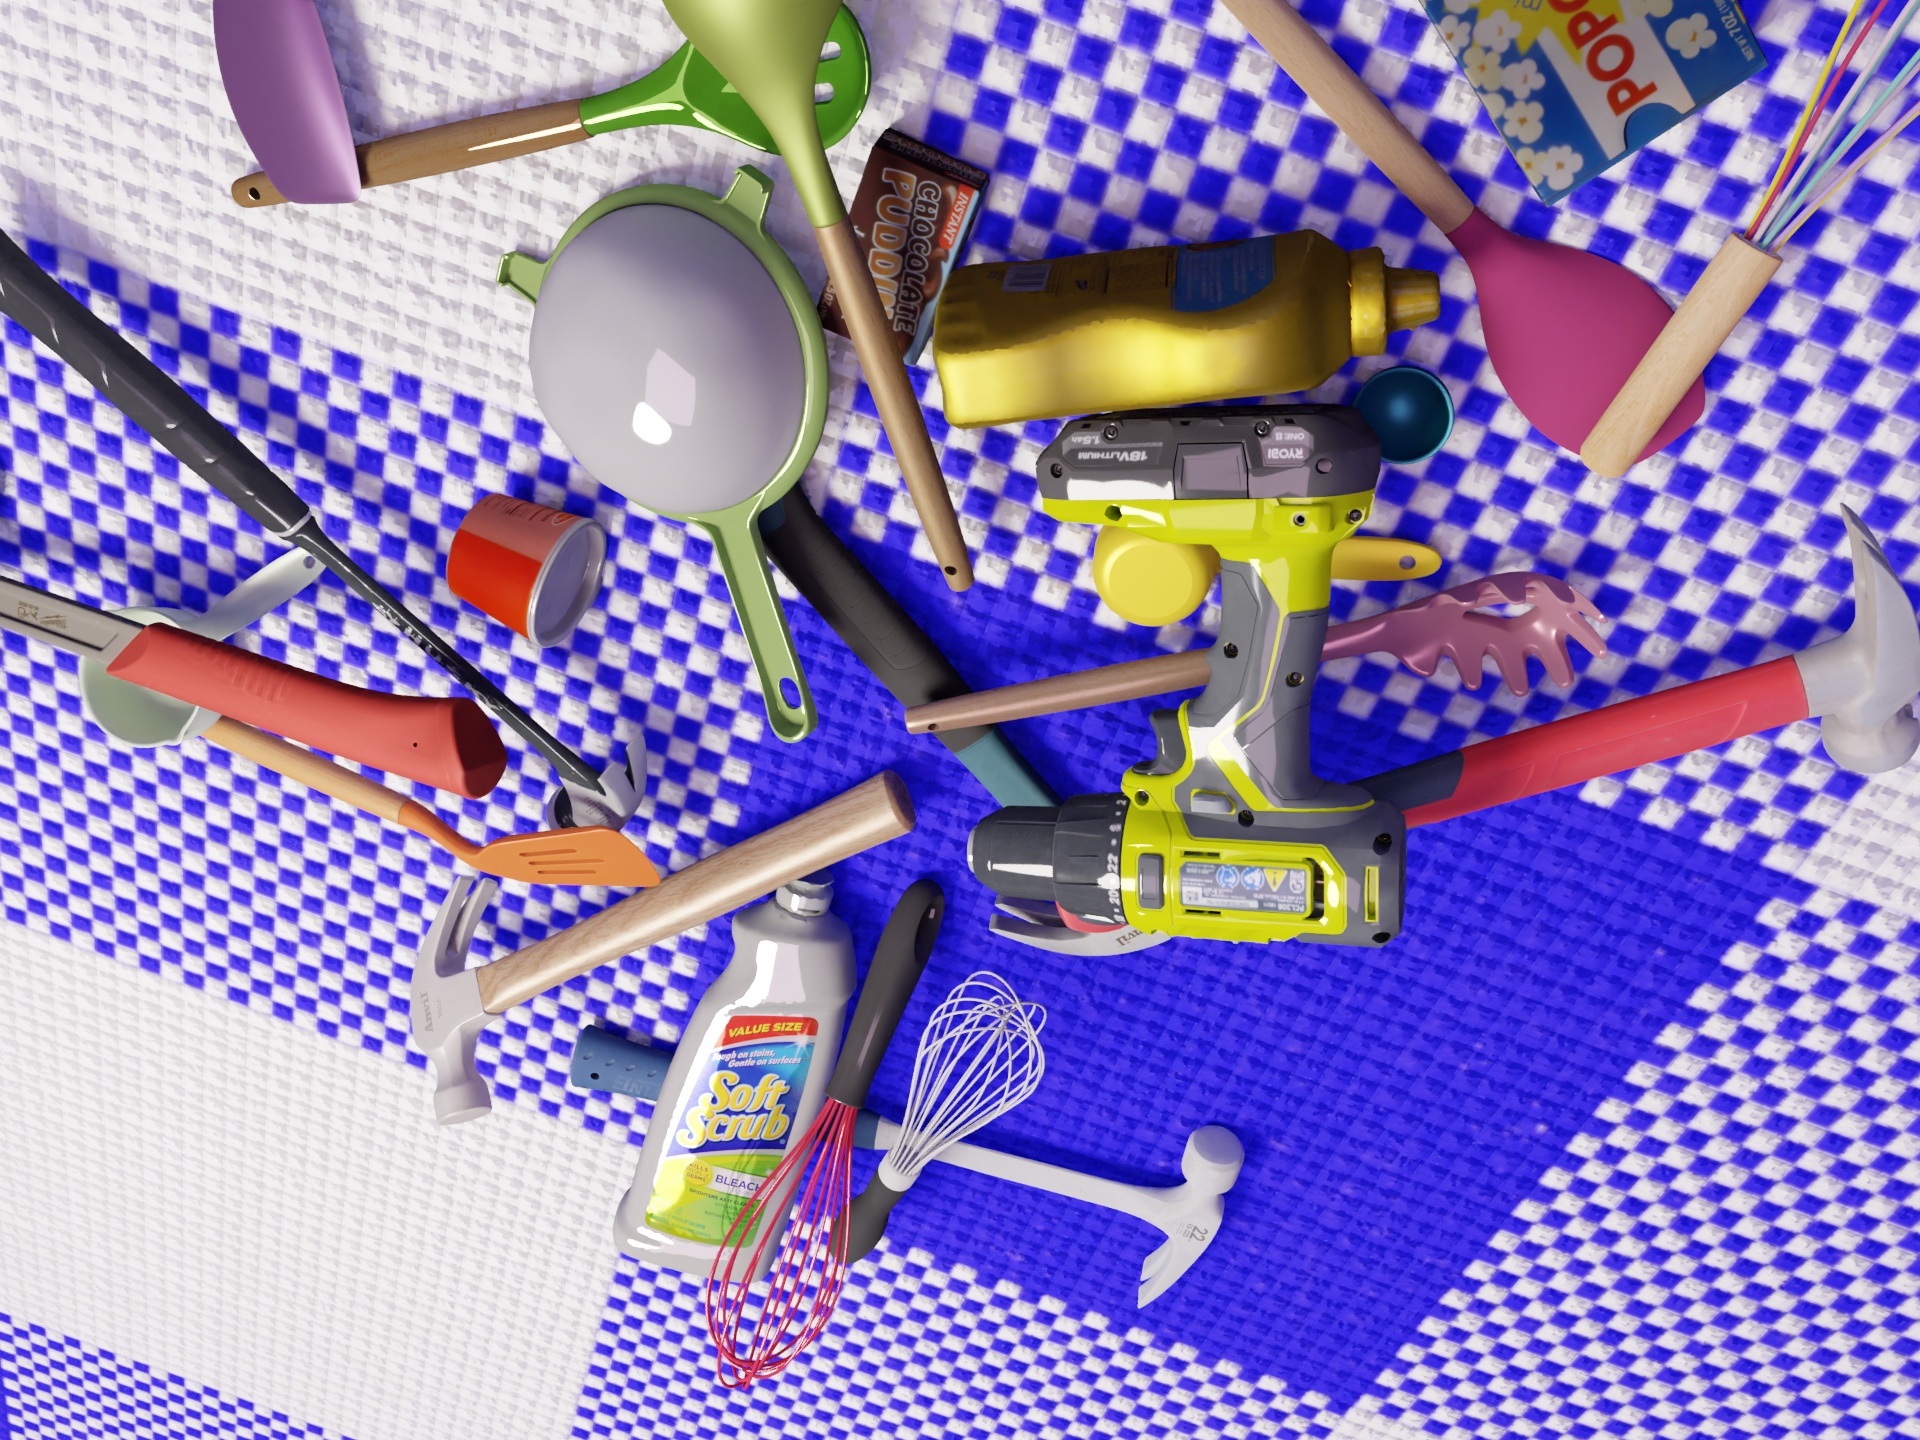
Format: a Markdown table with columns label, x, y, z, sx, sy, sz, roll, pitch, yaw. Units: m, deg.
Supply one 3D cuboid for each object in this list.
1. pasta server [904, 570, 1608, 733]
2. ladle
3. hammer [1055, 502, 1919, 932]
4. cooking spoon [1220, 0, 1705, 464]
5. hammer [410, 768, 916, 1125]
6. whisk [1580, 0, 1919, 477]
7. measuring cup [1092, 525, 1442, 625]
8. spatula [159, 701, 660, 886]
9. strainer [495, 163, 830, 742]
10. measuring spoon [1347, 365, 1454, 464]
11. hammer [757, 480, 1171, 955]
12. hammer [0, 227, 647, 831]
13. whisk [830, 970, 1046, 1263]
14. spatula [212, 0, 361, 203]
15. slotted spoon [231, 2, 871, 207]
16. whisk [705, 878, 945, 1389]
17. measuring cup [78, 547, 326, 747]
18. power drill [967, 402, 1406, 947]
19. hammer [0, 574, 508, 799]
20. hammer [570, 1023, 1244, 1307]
| label | x | y | z | sx | sy | sz | roll | pitch | yaw |
| --- | --- | --- | --- | --- | --- | --- | --- | --- | --- |
| pasta server | 0.126 | -0.022 | 0.729 | 0.316 | 0.040 | 0.060 | -10 | 136 | 12 |
| ladle | -0.040 | -0.185 | 0.641 | 0.078 | 0.062 | 0.319 | -2 | 134 | 21 |
| hammer | 0.216 | 0.021 | 0.715 | 0.386 | 0.038 | 0.143 | -18 | 136 | 20 |
| cooking spoon | 0.177 | -0.213 | 0.619 | 0.318 | 0.017 | 0.068 | 40 | 123 | -15 |
| hammer | -0.172 | 0.106 | 0.877 | 0.331 | 0.130 | 0.031 | -26 | 159 | 17 |
| whisk | 0.309 | -0.191 | 0.580 | 0.047 | 0.051 | 0.244 | 21 | 124 | -9 |
| measuring cup | 0.136 | -0.068 | 0.718 | 0.156 | 0.029 | 0.062 | 2 | 124 | 15 |
| spatula | -0.314 | 0.034 | 0.864 | 0.323 | 0.041 | 0.081 | 20 | 159 | 18 |
| strainer | -0.122 | -0.101 | 0.698 | 0.151 | 0.069 | 0.256 | -8 | 108 | 29 |
| measuring spoon | 0.151 | -0.123 | 0.691 | 0.128 | 0.021 | 0.042 | -13 | 112 | 31 |
| hammer | -0.001 | -0.003 | 0.795 | 0.128 | 0.033 | 0.330 | -31 | 111 | 28 |
| hammer | -0.313 | -0.085 | 0.778 | 0.408 | 0.036 | 0.149 | 43 | 155 | -13 |
| whisk | -0.023 | 0.238 | 0.908 | 0.070 | 0.070 | 0.284 | 25 | 130 | -4 |
| spatula | -0.296 | -0.364 | 0.623 | 0.060 | 0.018 | 0.315 | 6 | 122 | 16 |
| slotted spoon | -0.181 | -0.253 | 0.674 | 0.314 | 0.031 | 0.070 | -5 | 122 | 19 |
| whisk | -0.070 | 0.225 | 0.869 | 0.073 | 0.073 | 0.296 | 22 | 89 | -1 |
| measuring cup | -0.397 | -0.048 | 0.859 | 0.167 | 0.038 | 0.083 | -32 | 88 | 10 |
| power drill | 0.092 | -0.016 | 0.680 | 0.190 | 0.080 | 0.228 | 2 | 105 | 19 |
| hammer | -0.391 | -0.018 | 0.806 | 0.359 | 0.036 | 0.149 | 17 | 105 | 16 |
| hammer | -0.041 | 0.261 | 0.979 | 0.405 | 0.035 | 0.144 | 13 | 125 | 4 |
